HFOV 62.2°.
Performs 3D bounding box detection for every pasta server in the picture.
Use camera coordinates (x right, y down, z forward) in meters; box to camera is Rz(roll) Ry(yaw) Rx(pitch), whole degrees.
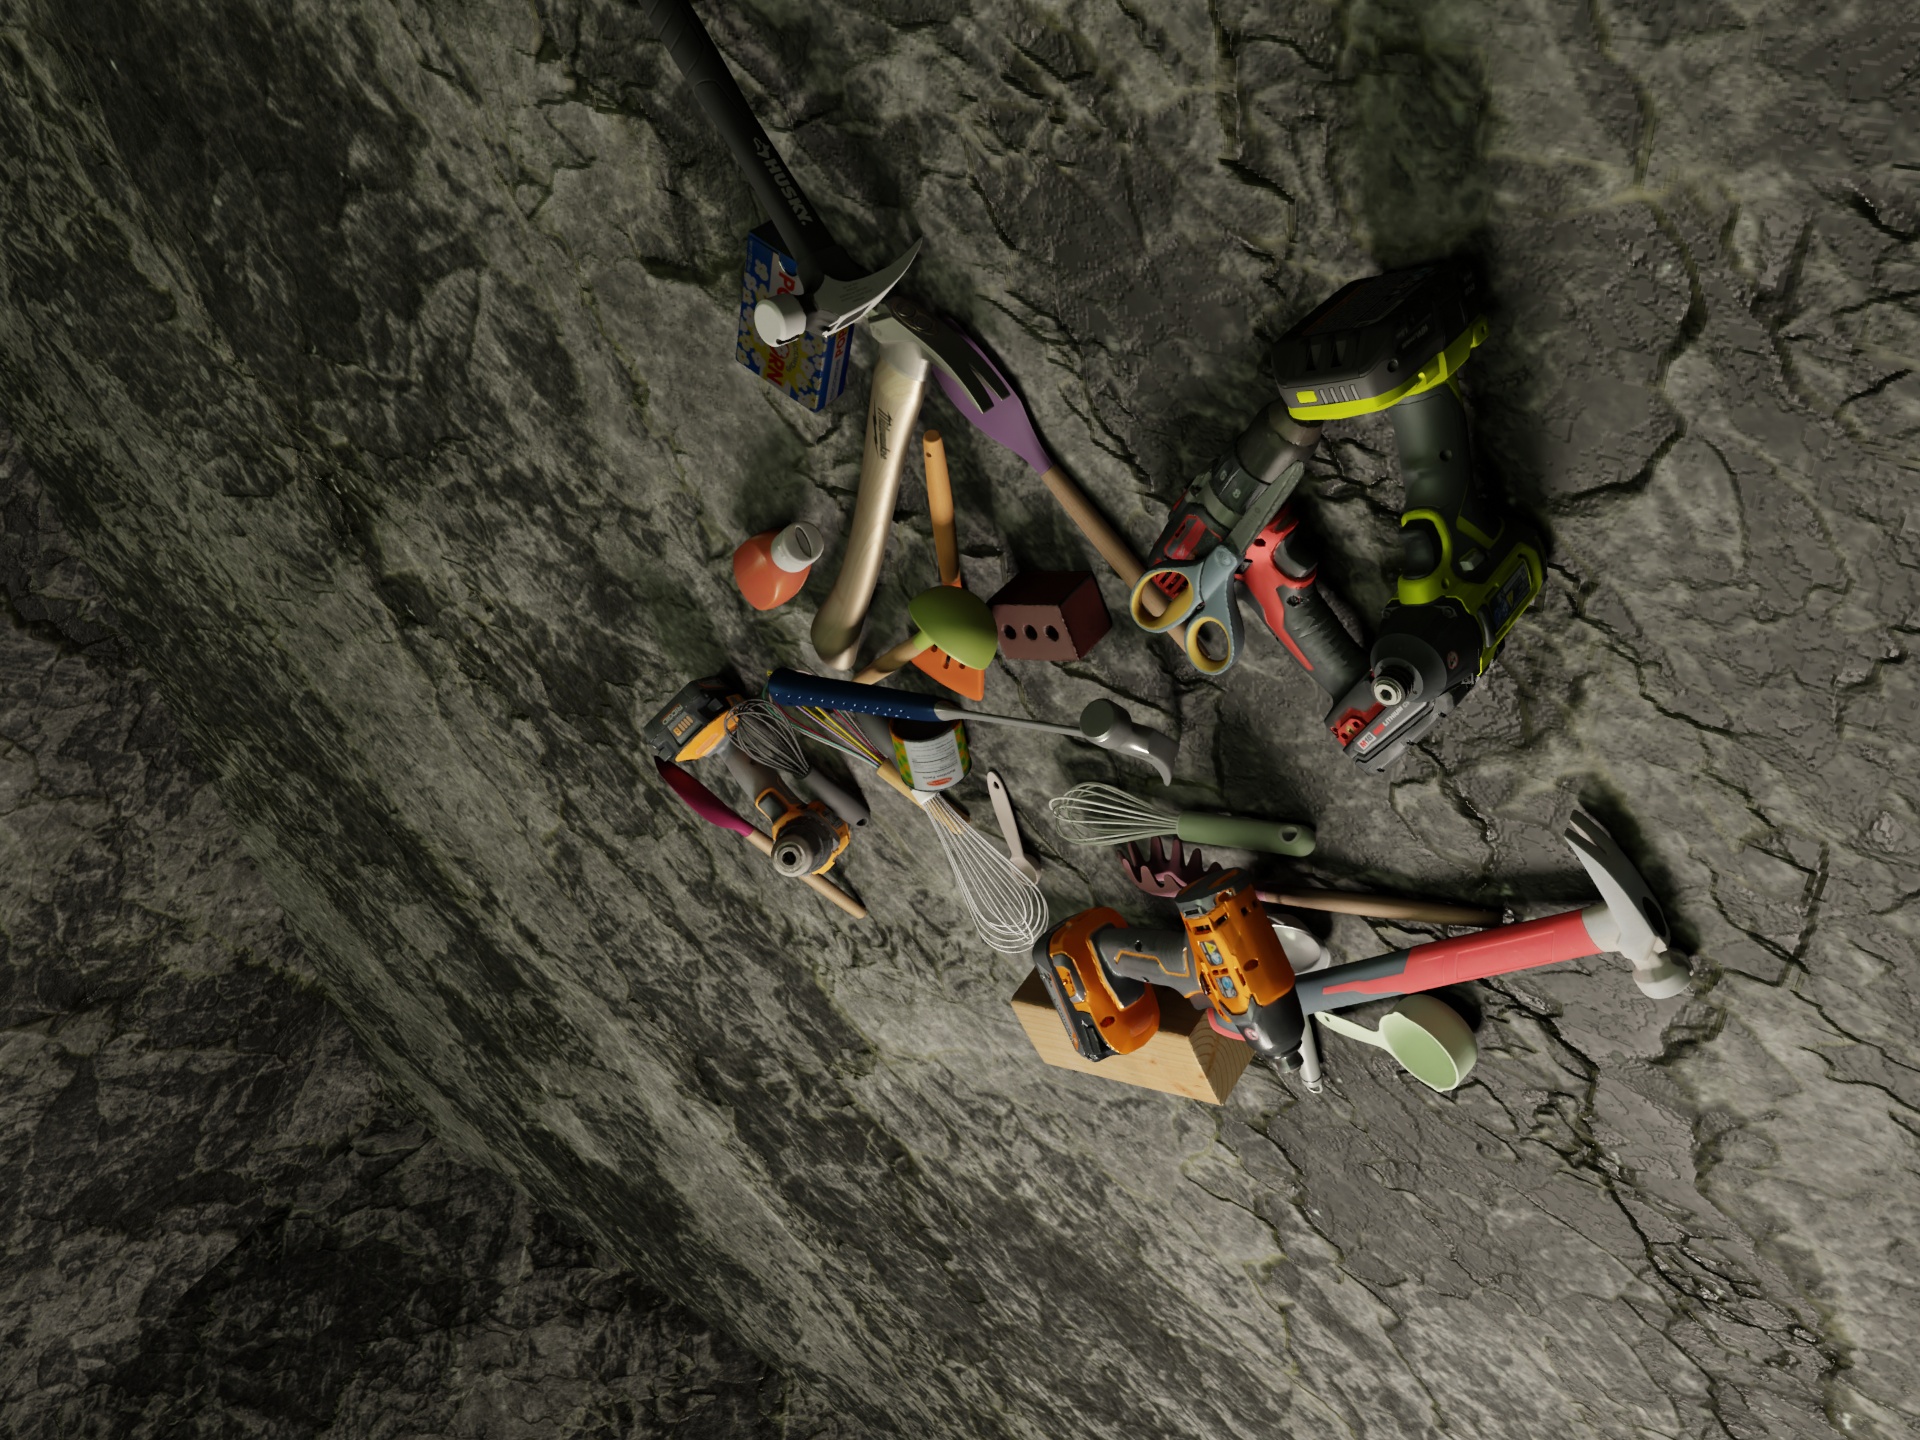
[{"bbox_3d":[0.269,0.132,1.261,0.316,0.060,0.040,4,111,36],"label":"pasta server"}]

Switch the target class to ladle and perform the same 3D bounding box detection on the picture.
[{"bbox_3d":[-0.048,-0.051,1.339,0.078,0.062,0.320,37,160,-11],"label":"ladle"}]

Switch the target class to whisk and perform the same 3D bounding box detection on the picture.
[{"bbox_3d":[0.178,0.086,1.309,0.246,0.058,0.059,6,152,37],"label":"whisk"},{"bbox_3d":[-0.015,0.093,1.480,0.284,0.070,0.070,55,145,4],"label":"whisk"},{"bbox_3d":[-0.150,0.046,1.539,0.055,0.055,0.238,14,160,36],"label":"whisk"},{"bbox_3d":[-0.092,0.029,1.525,0.245,0.051,0.047,38,139,6],"label":"whisk"}]

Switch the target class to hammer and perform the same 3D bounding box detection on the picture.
[{"bbox_3d":[0.332,0.176,1.199,0.386,0.038,0.143,-25,107,44],"label":"hammer"},{"bbox_3d":[-0.002,-0.004,1.331,0.406,0.035,0.144,9,170,39],"label":"hammer"},{"bbox_3d":[-0.064,-0.165,1.295,0.146,0.038,0.410,41,147,15],"label":"hammer"},{"bbox_3d":[-0.154,-0.420,1.092,0.335,0.146,0.035,59,144,0],"label":"hammer"}]

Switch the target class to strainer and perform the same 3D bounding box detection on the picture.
[{"bbox_3d":[0.281,0.235,1.352,0.087,0.050,0.258,-3,130,23],"label":"strainer"}]

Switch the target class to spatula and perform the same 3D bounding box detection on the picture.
[{"bbox_3d":[0.080,-0.165,1.176,0.316,0.018,0.060,49,146,-4],"label":"spatula"},{"bbox_3d":[-0.014,-0.120,1.259,0.081,0.041,0.322,32,159,19],"label":"spatula"}]

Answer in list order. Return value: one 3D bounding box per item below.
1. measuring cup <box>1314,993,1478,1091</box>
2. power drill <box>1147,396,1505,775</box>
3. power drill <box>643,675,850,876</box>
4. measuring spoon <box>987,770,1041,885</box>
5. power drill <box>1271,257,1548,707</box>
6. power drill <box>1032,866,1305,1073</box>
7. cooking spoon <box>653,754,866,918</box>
[{"bbox_3d":[0.356,0.251,1.309,0.083,0.038,0.168,59,159,-17],"label":"measuring cup"},{"bbox_3d":[0.241,-0.092,1.040,0.227,0.080,0.187,43,145,8],"label":"power drill"},{"bbox_3d":[-0.207,0.064,1.573,0.226,0.084,0.185,46,-173,0],"label":"power drill"},{"bbox_3d":[0.050,0.098,1.477,0.034,0.018,0.124,6,123,46],"label":"measuring spoon"},{"bbox_3d":[0.259,-0.130,0.903,0.080,0.171,0.223,1,123,45],"label":"power drill"},{"bbox_3d":[0.175,0.216,1.287,0.226,0.084,0.164,-22,94,50],"label":"power drill"},{"bbox_3d":[-0.203,0.127,1.655,0.318,0.017,0.069,42,-171,-36],"label":"cooking spoon"}]
